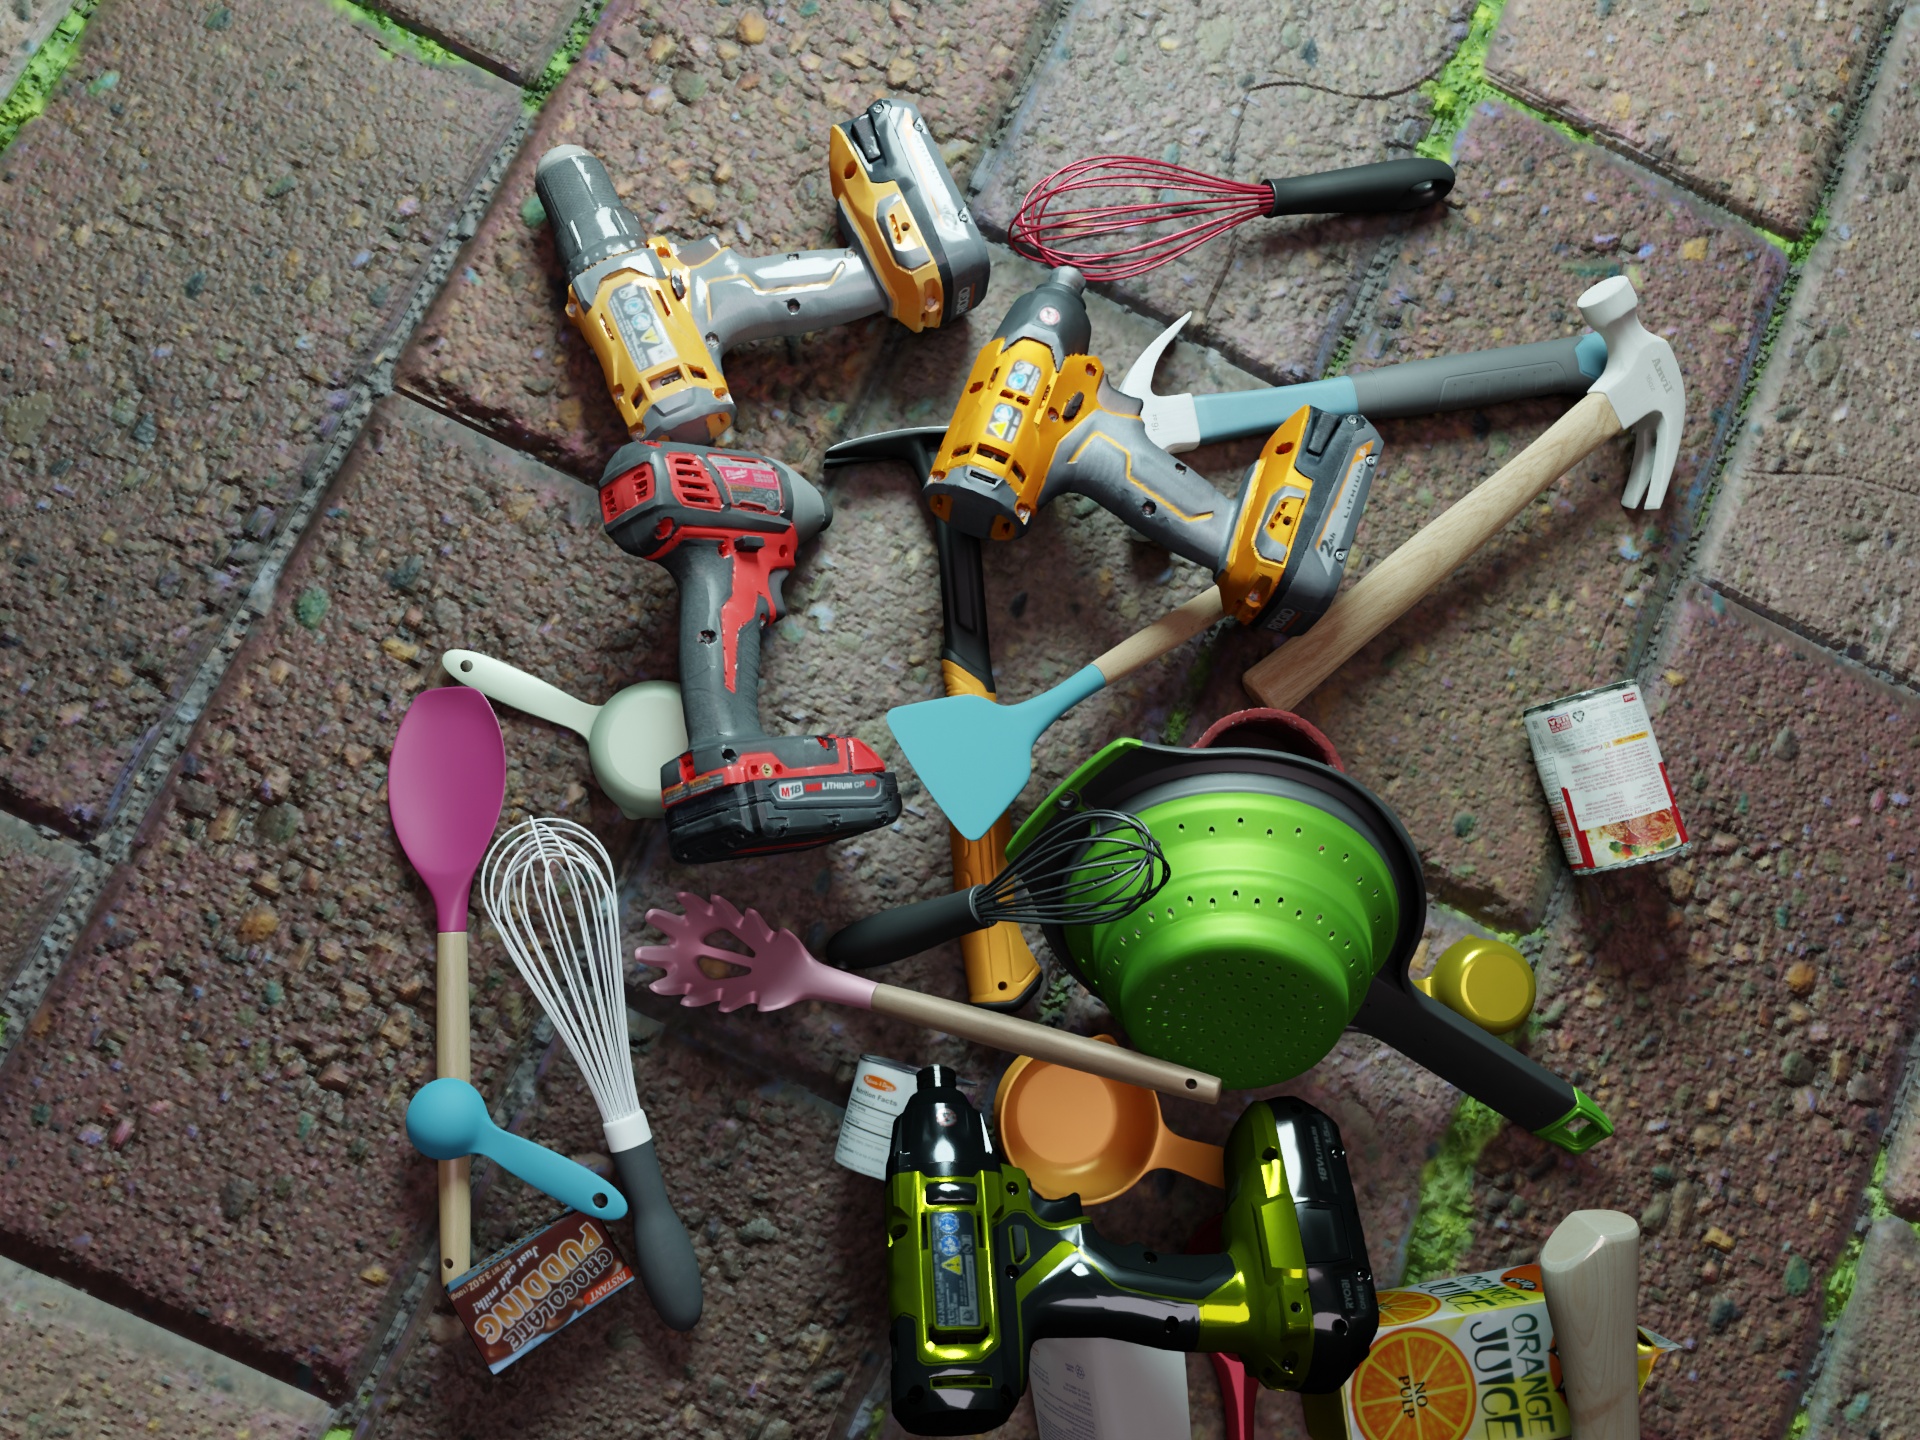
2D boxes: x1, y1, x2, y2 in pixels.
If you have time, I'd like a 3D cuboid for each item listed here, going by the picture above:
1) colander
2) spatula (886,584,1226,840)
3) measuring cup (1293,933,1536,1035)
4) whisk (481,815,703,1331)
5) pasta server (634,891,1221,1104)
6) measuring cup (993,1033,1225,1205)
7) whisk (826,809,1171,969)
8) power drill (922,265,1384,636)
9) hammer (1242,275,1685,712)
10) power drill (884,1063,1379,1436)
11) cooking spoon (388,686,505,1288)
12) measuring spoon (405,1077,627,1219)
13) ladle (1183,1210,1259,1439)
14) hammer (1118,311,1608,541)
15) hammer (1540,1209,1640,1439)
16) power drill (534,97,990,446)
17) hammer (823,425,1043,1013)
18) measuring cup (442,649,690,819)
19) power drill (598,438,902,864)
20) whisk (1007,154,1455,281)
[{"bbox_3d":[0.205,0.162,0.839,0.397,0.095,0.204,32,123,-16],"label":"colander"},{"bbox_3d":[0.102,-0.039,0.897,0.317,0.044,0.082,-31,82,-21],"label":"spatula"},{"bbox_3d":[0.258,0.159,0.917,0.156,0.029,0.062,-5,82,-10],"label":"measuring cup"},{"bbox_3d":[-0.187,0.187,0.844,0.070,0.070,0.284,-17,90,-10],"label":"whisk"},{"bbox_3d":[-0.021,0.150,0.824,0.316,0.040,0.060,12,81,19],"label":"pasta server"},{"bbox_3d":[0.100,0.231,0.876,0.173,0.052,0.095,20,79,-6],"label":"measuring cup"},{"bbox_3d":[0.009,0.094,0.810,0.055,0.239,0.055,22,57,-39],"label":"whisk"},{"bbox_3d":[0.111,-0.154,0.886,0.226,0.084,0.164,20,76,1],"label":"power drill"},{"bbox_3d":[0.303,-0.113,0.950,0.331,0.031,0.130,-39,110,-6],"label":"hammer"},{"bbox_3d":[0.075,0.249,0.775,0.223,0.080,0.171,2,52,-8],"label":"power drill"},{"bbox_3d":[-0.273,0.140,0.854,0.069,0.017,0.319,-4,82,9],"label":"cooking spoon"},{"bbox_3d":[-0.230,0.226,0.819,0.128,0.021,0.042,25,85,7],"label":"measuring spoon"},{"bbox_3d":[0.155,0.425,0.866,0.069,0.031,0.315,0,83,-2],"label":"ladle"},{"bbox_3d":[0.250,-0.197,0.969,0.331,0.033,0.128,-10,84,-9],"label":"hammer"},{"bbox_3d":[0.345,0.455,0.831,0.146,0.038,0.410,-4,98,-10],"label":"hammer"},{"bbox_3d":[-0.119,-0.274,0.909,0.226,0.084,0.185,-25,84,-6],"label":"power drill"},{"bbox_3d":[-0.001,-0.003,0.905,0.127,0.034,0.337,-4,82,-9],"label":"hammer"},{"bbox_3d":[-0.208,-0.003,0.874,0.167,0.038,0.083,24,79,-6],"label":"measuring cup"},{"bbox_3d":[-0.109,-0.041,0.856,0.143,0.078,0.220,-2,77,-49],"label":"power drill"},{"bbox_3d":[0.168,-0.314,0.964,0.295,0.073,0.073,-11,83,-14],"label":"whisk"}]
